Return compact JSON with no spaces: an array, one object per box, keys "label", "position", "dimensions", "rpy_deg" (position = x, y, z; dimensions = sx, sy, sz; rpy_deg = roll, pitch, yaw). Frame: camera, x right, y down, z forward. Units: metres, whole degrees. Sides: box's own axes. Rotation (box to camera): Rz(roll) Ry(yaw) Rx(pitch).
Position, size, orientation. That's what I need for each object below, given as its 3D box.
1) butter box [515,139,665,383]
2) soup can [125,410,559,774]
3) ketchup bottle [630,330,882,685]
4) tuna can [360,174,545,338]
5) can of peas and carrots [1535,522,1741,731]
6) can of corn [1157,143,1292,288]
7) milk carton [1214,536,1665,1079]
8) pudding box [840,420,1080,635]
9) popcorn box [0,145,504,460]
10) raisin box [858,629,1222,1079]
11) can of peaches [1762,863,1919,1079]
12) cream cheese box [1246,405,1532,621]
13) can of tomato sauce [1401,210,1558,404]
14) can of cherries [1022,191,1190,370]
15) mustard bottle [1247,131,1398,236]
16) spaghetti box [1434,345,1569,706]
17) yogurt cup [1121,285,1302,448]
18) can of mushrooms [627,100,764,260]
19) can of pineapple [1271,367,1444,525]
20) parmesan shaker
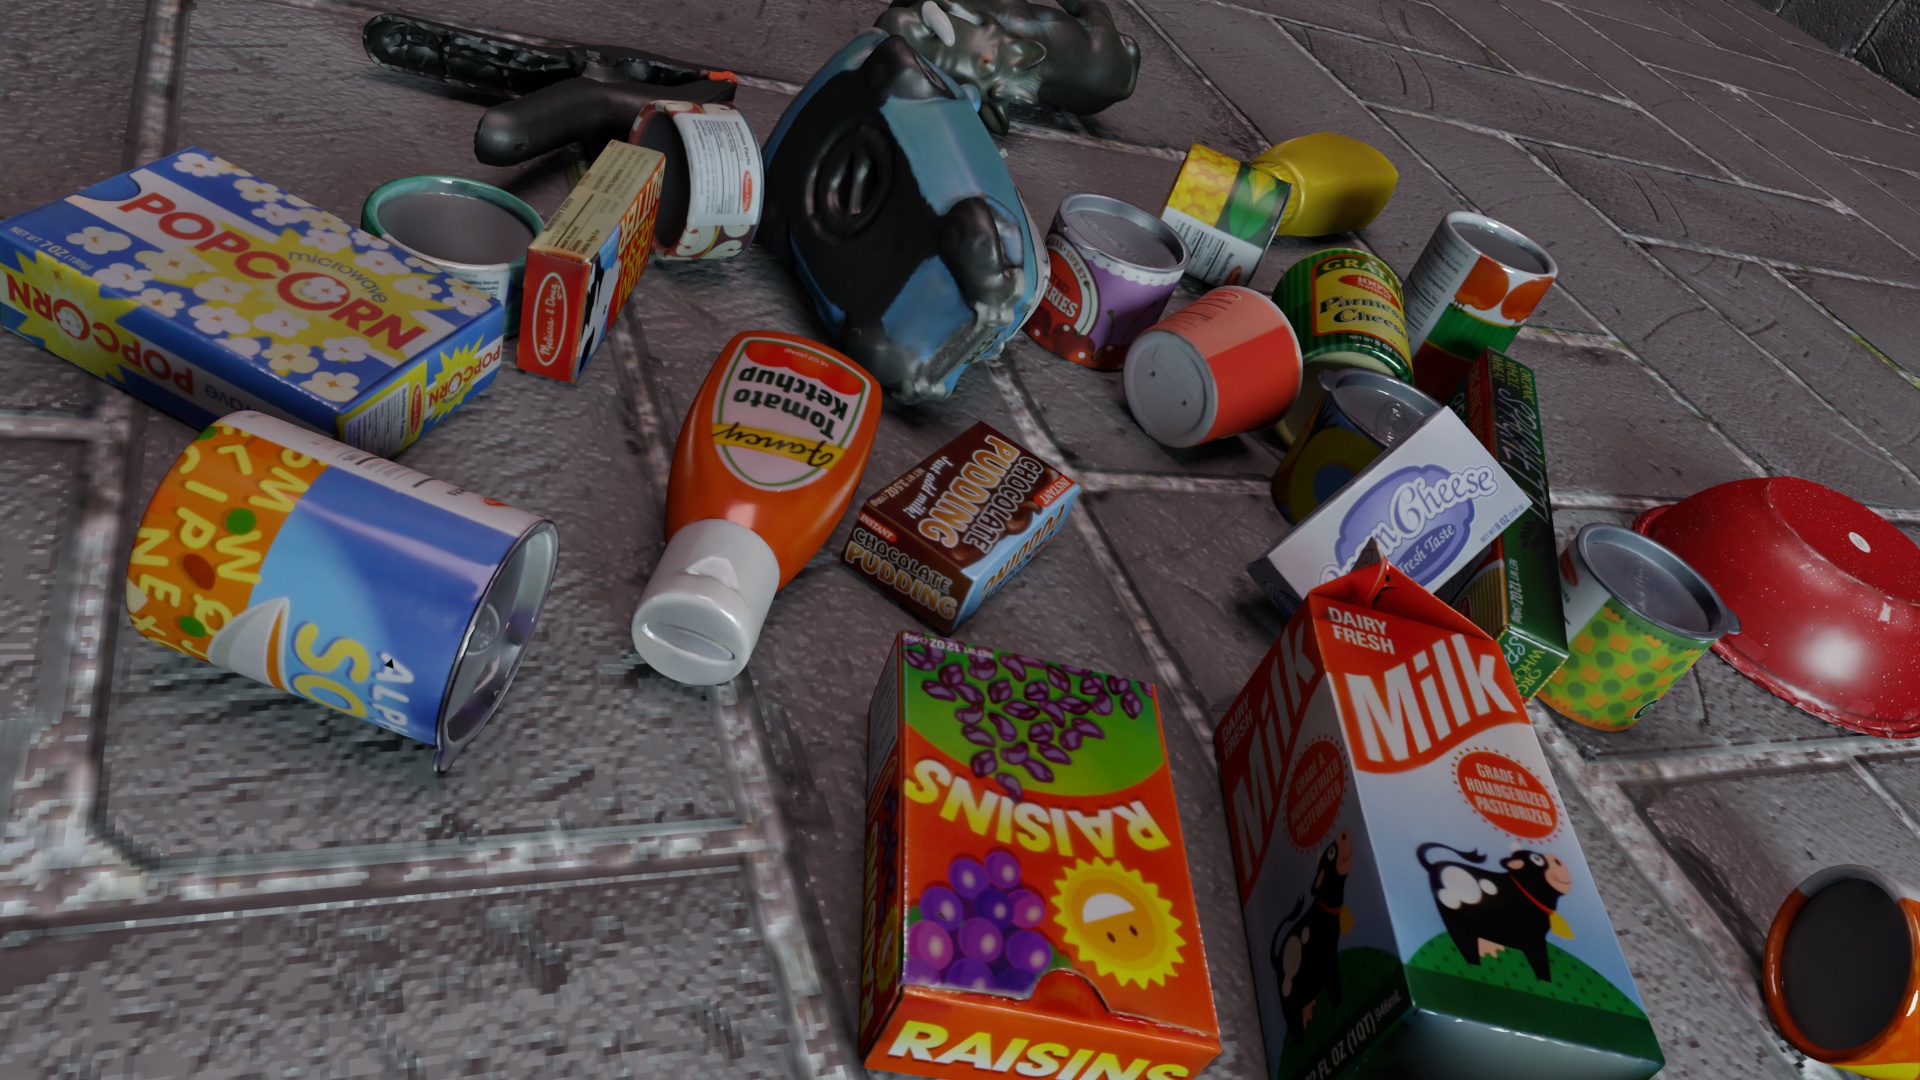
[{"label":"butter box","position":[-0.140,-0.109,0.533],"dimensions":[0.024,0.052,0.104],"rpy_deg":[16,37,-6]},{"label":"soup can","position":[-0.160,0.013,0.364],"dimensions":[0.084,0.071,0.072],"rpy_deg":[21,37,-3]},{"label":"ketchup bottle","position":[-0.069,-0.014,0.463],"dimensions":[0.065,0.043,0.149],"rpy_deg":[20,37,-6]},{"label":"tuna can","position":[-0.189,-0.108,0.520],"dimensions":[0.071,0.032,0.071],"rpy_deg":[15,38,-12]},{"label":"can of peas and carrots","position":[0.269,0.037,0.570],"dimensions":[0.071,0.058,0.071],"rpy_deg":[16,38,-12]},{"label":"can of corn","position":[0.139,-0.175,0.752],"dimensions":[0.058,0.070,0.071],"rpy_deg":[24,37,1]},{"label":"milk carton","position":[0.131,0.084,0.427],"dimensions":[0.073,0.072,0.191],"rpy_deg":[15,37,-11]},{"label":"pudding box","position":[0.002,-0.006,0.502],"dimensions":[0.050,0.030,0.084],"rpy_deg":[35,38,13]},{"label":"popcorn box","position":[-0.228,-0.074,0.454],"dimensions":[0.127,0.038,0.085],"rpy_deg":[27,38,4]},{"label":"raisin box","position":[0.018,0.088,0.389],"dimensions":[0.086,0.039,0.124],"rpy_deg":[14,38,-14]},{"label":"can of peaches","position":[0.309,0.147,0.452],"dimensions":[0.058,0.071,0.071],"rpy_deg":[20,37,-6]},{"label":"cream cheese box","position":[0.166,-0.001,0.539],"dimensions":[0.104,0.024,0.053],"rpy_deg":[-38,84,-16]},{"label":"can of tomato sauce","position":[0.271,-0.125,0.749],"dimensions":[0.071,0.082,0.071],"rpy_deg":[15,38,-12]},{"label":"can of cherries","position":[0.064,-0.122,0.654],"dimensions":[0.071,0.058,0.072],"rpy_deg":[15,38,-12]},{"label":"mustard bottle","position":[0.208,-0.216,0.856],"dimensions":[0.161,0.048,0.065],"rpy_deg":[-21,55,-43]},{"label":"spaghetti box","position":[0.236,-0.012,0.619],"dimensions":[0.029,0.050,0.251],"rpy_deg":[27,37,1]},{"label":"yogurt cup","position":[0.109,-0.074,0.618],"dimensions":[0.054,0.072,0.072],"rpy_deg":[-24,57,-35]},{"label":"can of mushrooms","position":[-0.115,-0.152,0.590],"dimensions":[0.033,0.070,0.071],"rpy_deg":[-11,49,-36]},{"label":"can of pineapple","position":[0.177,-0.034,0.608],"dimensions":[0.071,0.057,0.071],"rpy_deg":[15,37,-12]},{"label":"parmesan shaker","position":[0.186,-0.089,0.674],"dimensions":[0.071,0.071,0.103],"rpy_deg":[21,37,-3]}]
